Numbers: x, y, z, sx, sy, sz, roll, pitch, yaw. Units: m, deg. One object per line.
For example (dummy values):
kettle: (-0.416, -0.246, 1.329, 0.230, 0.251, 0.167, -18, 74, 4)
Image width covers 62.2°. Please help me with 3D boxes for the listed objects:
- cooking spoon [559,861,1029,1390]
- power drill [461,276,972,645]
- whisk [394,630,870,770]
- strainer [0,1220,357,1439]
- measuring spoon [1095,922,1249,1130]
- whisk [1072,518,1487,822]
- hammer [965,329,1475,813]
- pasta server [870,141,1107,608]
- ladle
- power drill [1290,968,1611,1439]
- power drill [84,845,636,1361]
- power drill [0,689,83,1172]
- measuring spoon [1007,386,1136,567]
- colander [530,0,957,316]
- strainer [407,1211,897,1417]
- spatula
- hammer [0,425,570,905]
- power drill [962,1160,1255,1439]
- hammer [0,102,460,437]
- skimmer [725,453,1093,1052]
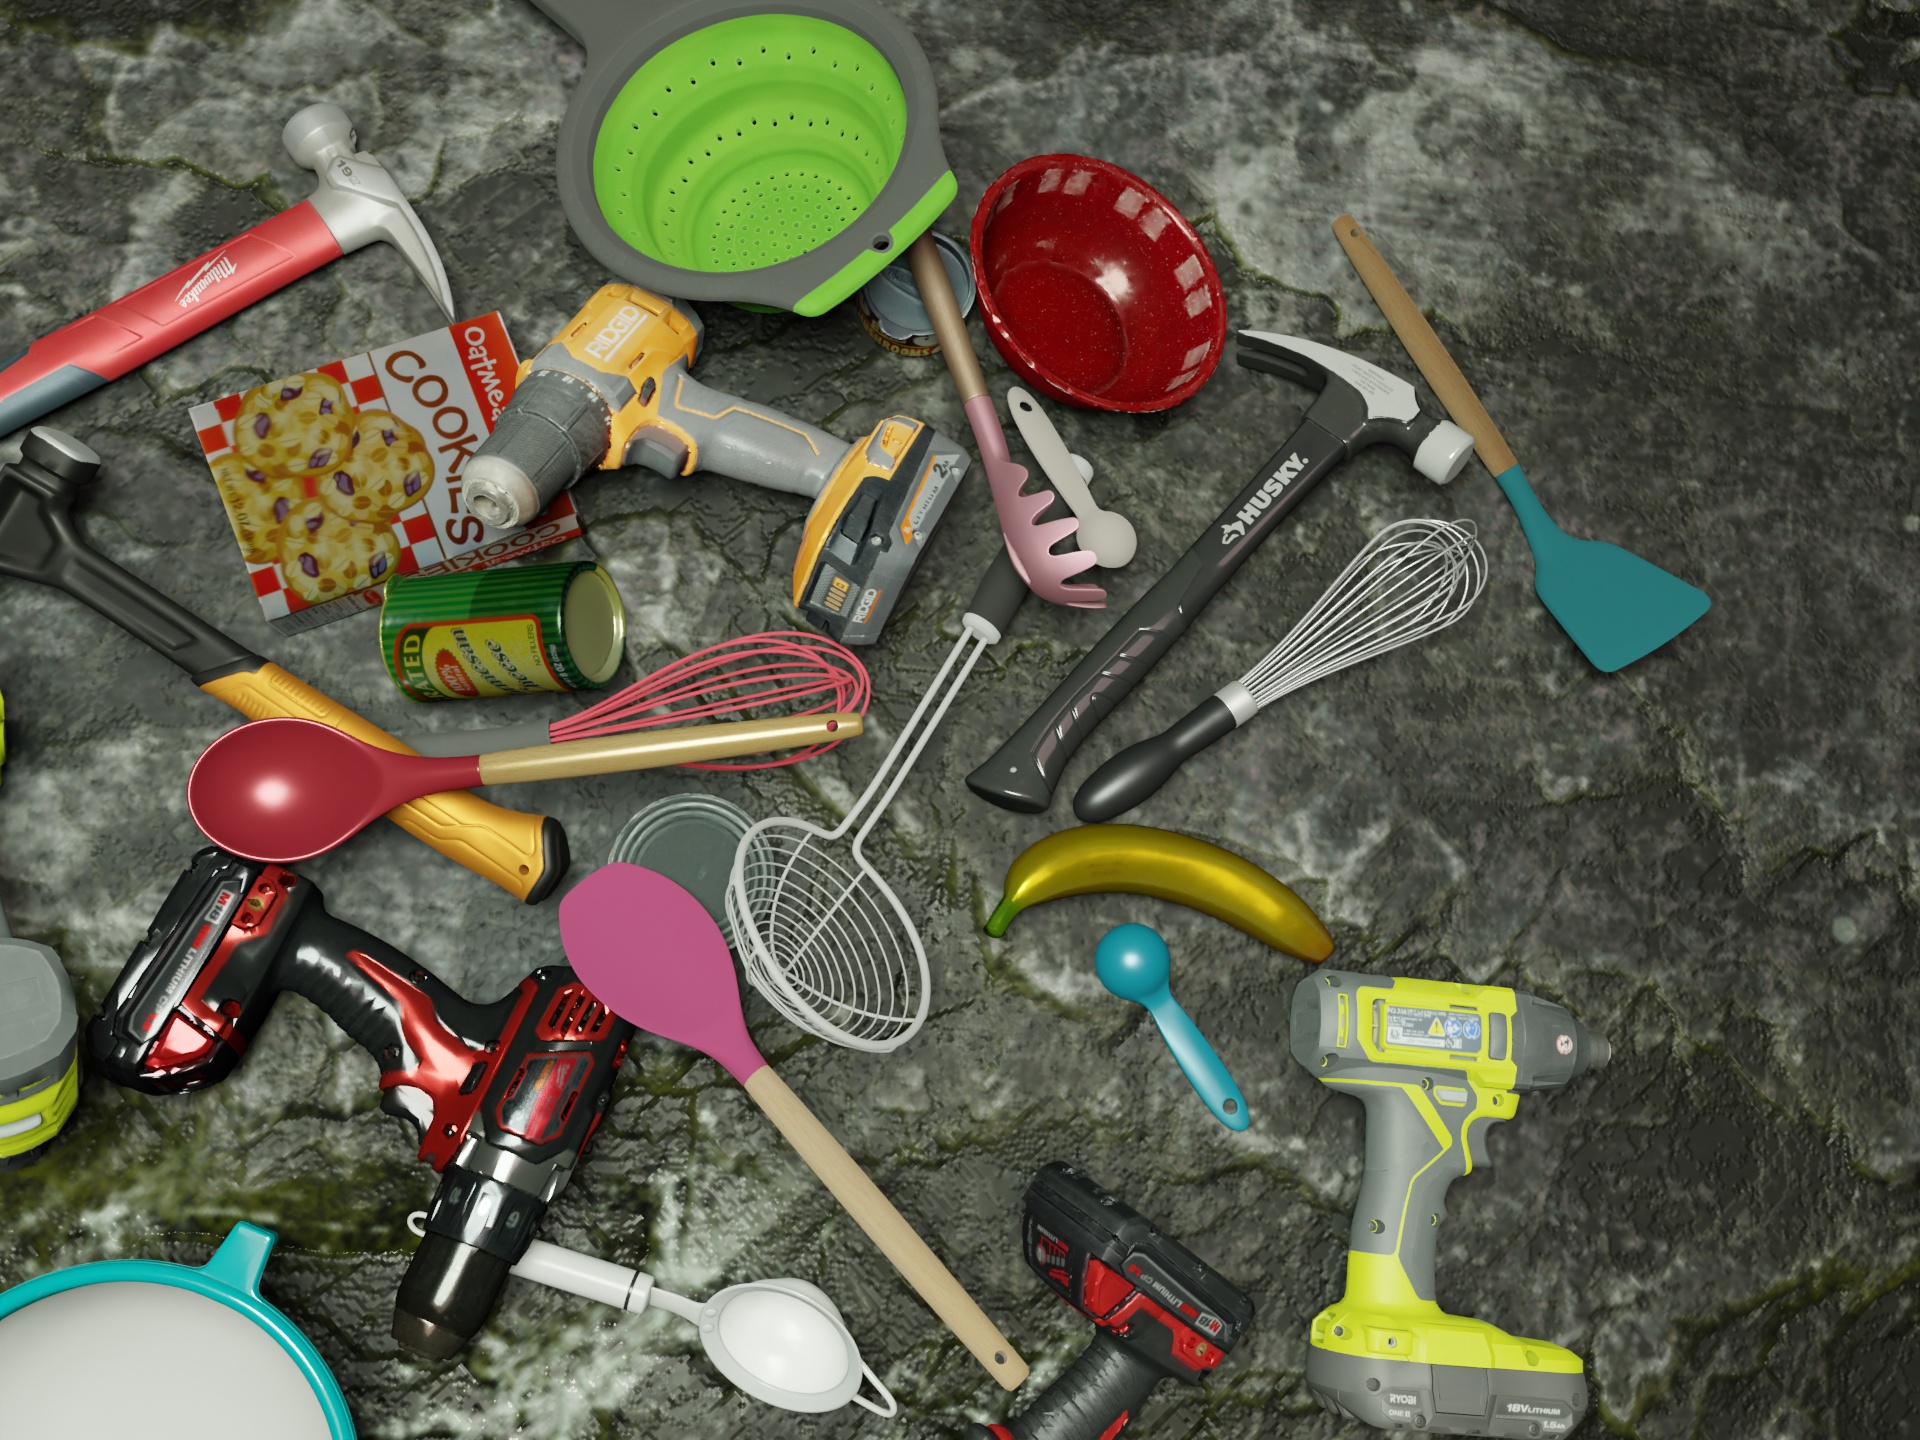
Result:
cooking spoon: (-0.081, 0.188, 0.757, 0.069, 0.017, 0.319, -37, 71, -24)
power drill: (-0.126, -0.126, 0.821, 0.226, 0.084, 0.185, 28, 47, -2)
whisk: (-0.193, 0.006, 0.830, 0.296, 0.073, 0.073, -10, 81, -3)
strainer: (-0.426, 0.366, 0.707, 0.340, 0.095, 0.211, -19, 84, -6)
measuring spoon: (0.119, 0.166, 0.859, 0.042, 0.021, 0.129, -32, 83, -13)
whisk: (0.180, -0.027, 0.893, 0.284, 0.070, 0.070, -34, 86, -8)
hammer: (0.124, -0.079, 0.889, 0.146, 0.035, 0.335, 40, 81, 20)
pasta server: (0.008, -0.199, 0.865, 0.040, 0.060, 0.316, -20, 75, 1)
ladle: (-0.204, 0.019, 0.763, 0.315, 0.031, 0.069, -7, 88, -4)
power drill: (0.261, 0.251, 0.838, 0.171, 0.080, 0.223, 7, 75, -7)
power drill: (-0.288, 0.178, 0.758, 0.226, 0.080, 0.188, 25, 65, -6)
power drill: (-0.457, 0.089, 0.723, 0.080, 0.190, 0.229, -15, 69, -34)
measuring spoon: (0.061, -0.139, 0.881, 0.034, 0.018, 0.124, -21, 72, -28)
colander: (-0.161, -0.344, 0.892, 0.204, 0.094, 0.397, -43, 69, -8)
strainer: (-0.150, 0.284, 0.788, 0.258, 0.050, 0.086, 17, 121, 1)
spatula: (0.316, -0.174, 0.943, 0.082, 0.044, 0.317, -31, 84, -9)
hammer: (-0.346, -0.004, 0.791, 0.337, 0.034, 0.127, 33, 94, -1)
power drill: (0.031, 0.336, 0.767, 0.143, 0.079, 0.220, 42, 77, -26)
hammer: (-0.458, -0.175, 0.833, 0.386, 0.038, 0.143, -34, 87, -13)
skimmer: (-0.001, -0.003, 0.820, 0.127, 0.090, 0.363, 40, 66, -23)
